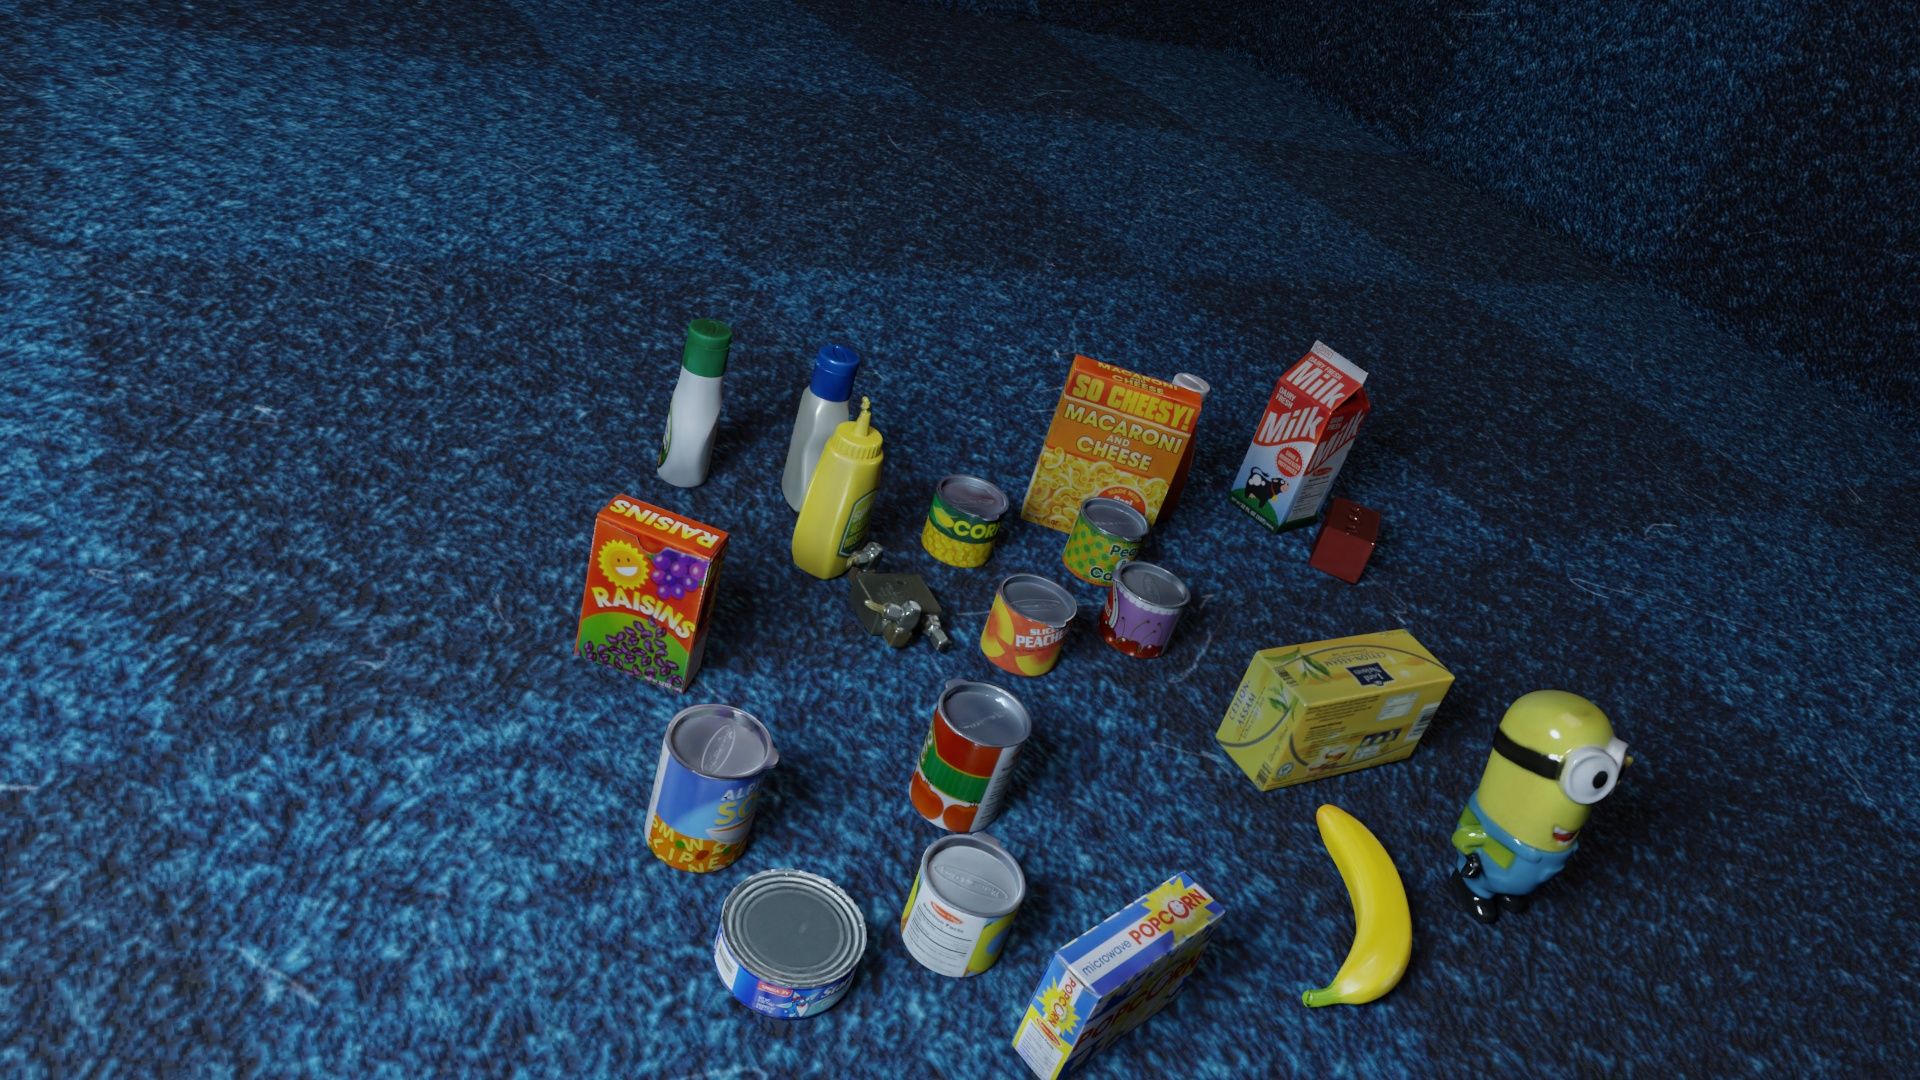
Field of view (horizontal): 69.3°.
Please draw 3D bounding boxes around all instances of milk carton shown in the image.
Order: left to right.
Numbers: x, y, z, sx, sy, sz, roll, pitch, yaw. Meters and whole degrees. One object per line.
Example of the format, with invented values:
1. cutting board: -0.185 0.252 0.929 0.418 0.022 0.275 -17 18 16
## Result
1. milk carton: 0.356 -0.107 1.437 0.074 0.189 0.072 -12 42 -40

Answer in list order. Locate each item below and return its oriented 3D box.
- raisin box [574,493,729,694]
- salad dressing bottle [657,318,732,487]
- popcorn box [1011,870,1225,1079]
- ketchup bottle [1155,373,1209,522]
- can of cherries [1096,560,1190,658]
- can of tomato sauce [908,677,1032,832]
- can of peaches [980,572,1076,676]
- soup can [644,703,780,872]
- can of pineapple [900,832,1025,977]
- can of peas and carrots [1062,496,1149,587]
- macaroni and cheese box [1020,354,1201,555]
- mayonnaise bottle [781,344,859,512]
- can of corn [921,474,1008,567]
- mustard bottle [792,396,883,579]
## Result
1. raisin box: -0.218 0.038 0.975 0.086 0.122 0.040 21 31 4
2. salad dressing bottle: -0.227 -0.117 1.190 0.044 0.146 0.064 13 31 -10
3. popcorn box: 0.095 0.260 0.828 0.127 0.084 0.038 -17 45 -43
4. ketchup bottle: 0.204 -0.093 1.377 0.044 0.148 0.065 -13 43 -41
5. can of cherries: 0.155 0.059 1.199 0.071 0.058 0.072 13 31 -8
6. can of tomato sauce: 0.004 0.148 0.958 0.071 0.082 0.071 13 31 -8
7. can of peaches: 0.056 0.070 1.131 0.071 0.057 0.071 13 31 -8
8. soup can: -0.155 0.155 0.863 0.071 0.083 0.072 13 31 -8
9. can of pineapple: 0.002 0.225 0.860 0.071 0.057 0.071 13 31 -8
10. can of peas and carrots: 0.134 0.003 1.276 0.071 0.058 0.071 13 31 -8
11. macaroni and cheese box: 0.139 -0.079 1.304 0.124 0.165 0.040 17 31 -3
12. mayonnaise bottle: -0.122 -0.098 1.215 0.041 0.147 0.065 3 34 -24
13. can of corn: 0.004 -0.016 1.238 0.071 0.058 0.071 13 31 -8
14. mustard bottle: -0.094 -0.045 1.134 0.049 0.159 0.065 28 32 16
